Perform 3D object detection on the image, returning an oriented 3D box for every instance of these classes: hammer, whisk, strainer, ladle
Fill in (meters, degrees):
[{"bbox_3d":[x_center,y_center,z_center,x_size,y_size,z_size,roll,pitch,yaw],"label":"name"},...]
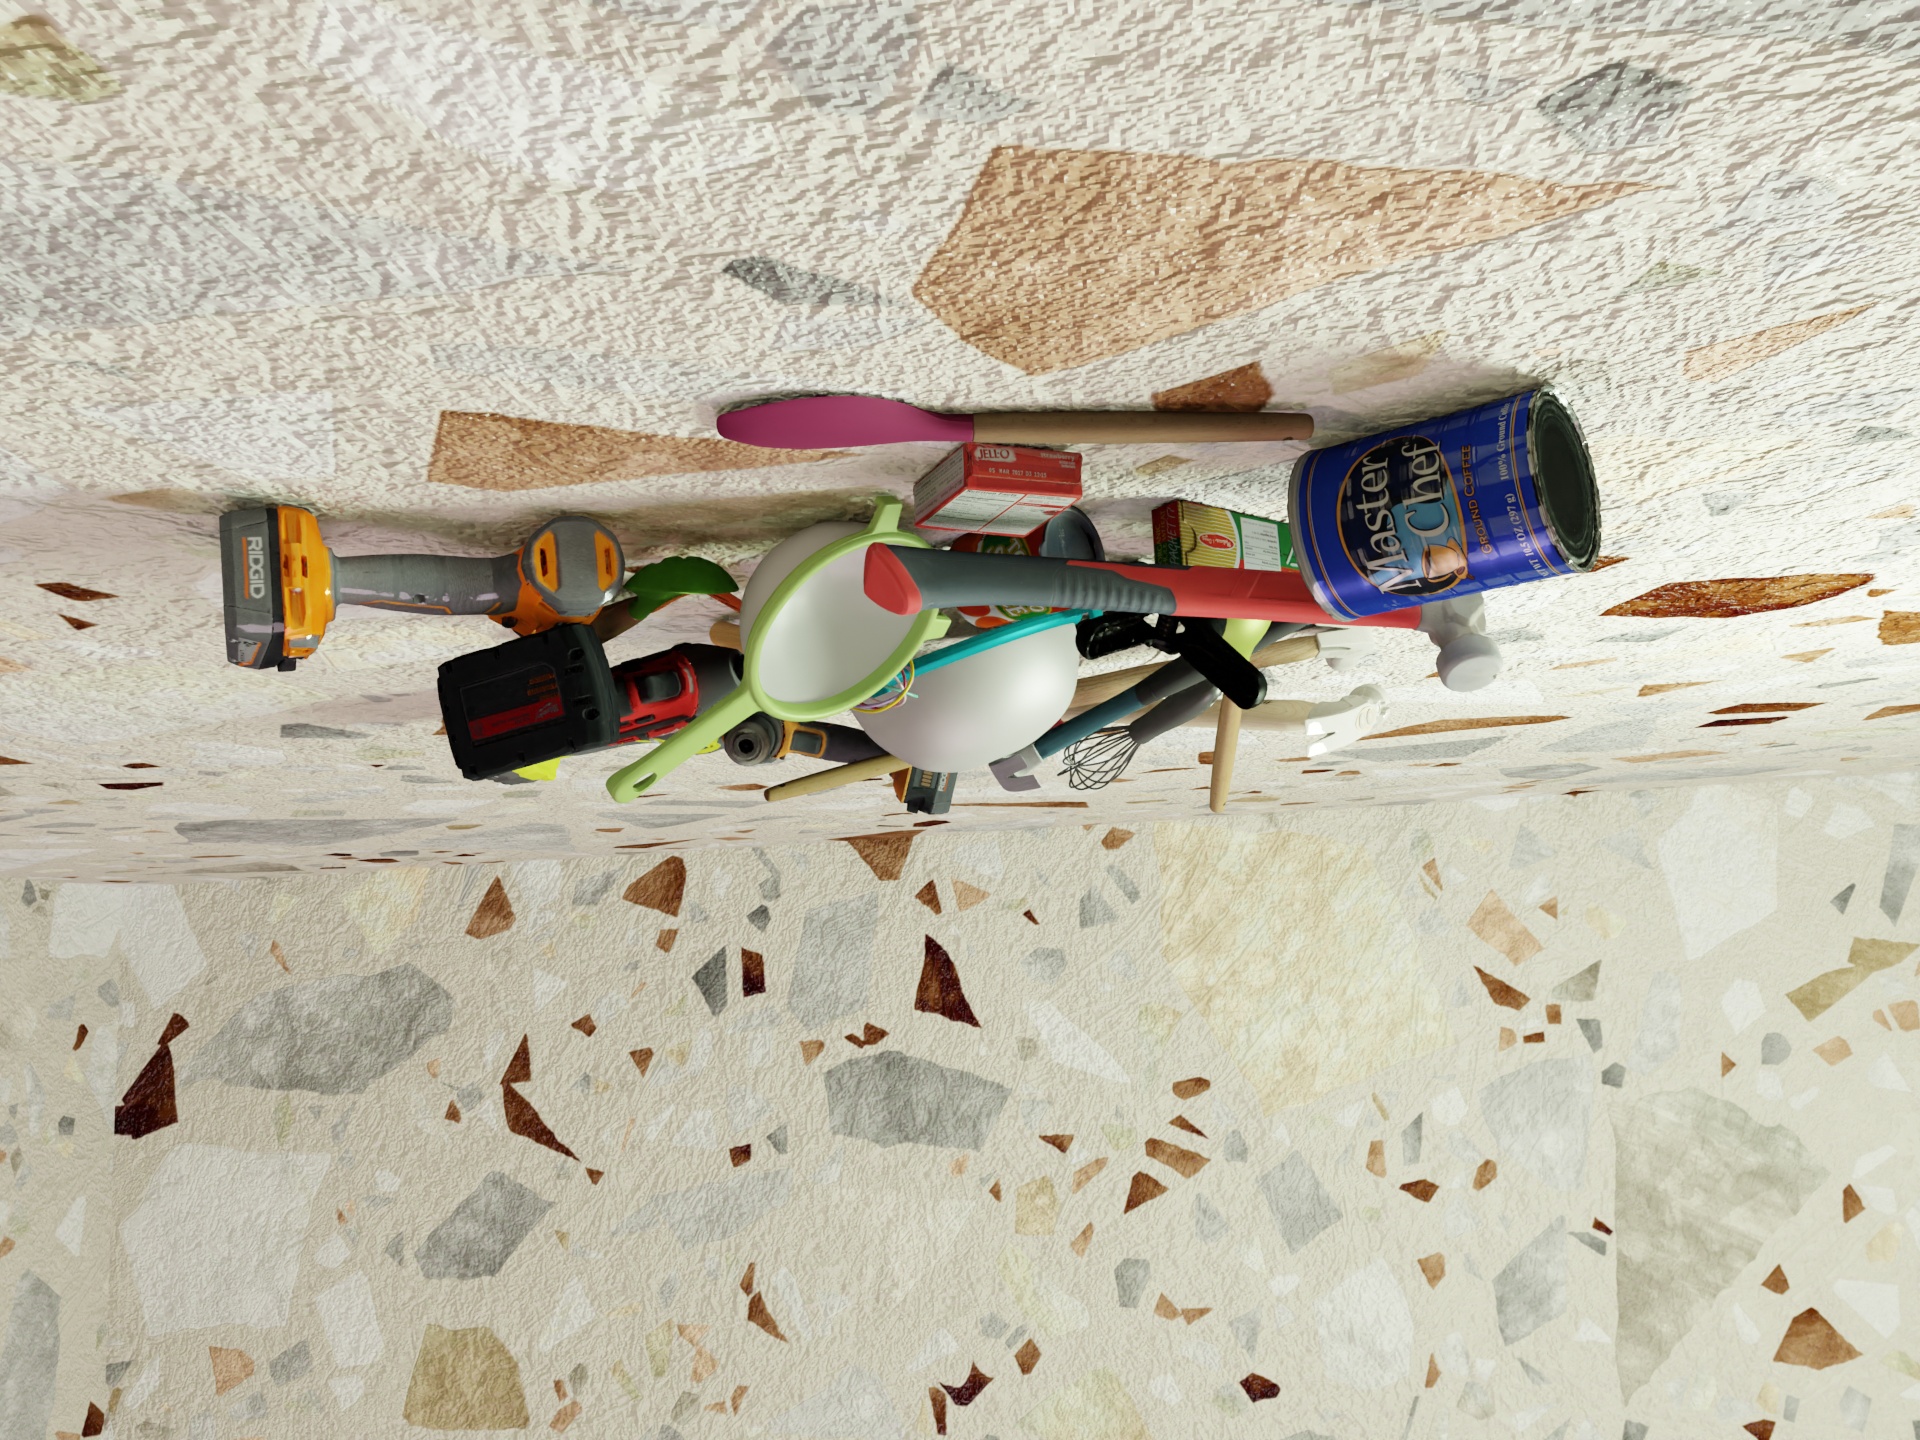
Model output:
[{"bbox_3d":[0.176,-0.007,1.477,0.411,0.038,0.146,3,-166,37],"label":"hammer"},{"bbox_3d":[0.155,0.010,1.396,0.055,0.055,0.239,2,159,-28],"label":"whisk"},{"bbox_3d":[-0.131,-0.045,1.023,0.256,0.069,0.151,-37,149,-7],"label":"strainer"},{"bbox_3d":[0.199,-0.018,1.227,0.062,0.078,0.319,29,154,21],"label":"ladle"},{"bbox_3d":[-0.002,-0.004,1.340,0.211,0.095,0.340,-20,177,-15],"label":"strainer"},{"bbox_3d":[-0.113,-0.047,1.188,0.051,0.047,0.245,2,-169,-42],"label":"whisk"},{"bbox_3d":[0.133,-0.090,0.967,0.386,0.143,0.038,3,140,-13],"label":"hammer"},{"bbox_3d":[-0.033,0.029,1.417,0.315,0.031,0.069,-15,-145,-31],"label":"ladle"},{"bbox_3d":[0.160,-0.028,1.299,0.331,0.033,0.128,-29,-171,26],"label":"hammer"},{"bbox_3d":[0.203,-0.045,1.414,0.331,0.031,0.130,-11,168,1],"label":"hammer"}]

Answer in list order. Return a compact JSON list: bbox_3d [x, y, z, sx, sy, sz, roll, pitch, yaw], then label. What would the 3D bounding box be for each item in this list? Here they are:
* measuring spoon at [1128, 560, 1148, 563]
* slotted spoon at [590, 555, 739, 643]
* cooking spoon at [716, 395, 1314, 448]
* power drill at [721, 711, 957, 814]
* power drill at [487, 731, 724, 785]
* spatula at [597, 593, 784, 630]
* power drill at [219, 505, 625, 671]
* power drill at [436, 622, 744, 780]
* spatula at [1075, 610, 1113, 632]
[{"bbox_3d":[0.097,-0.115,1.132,0.128,0.021,0.042,17,160,-40],"label":"measuring spoon"},{"bbox_3d":[-0.231,-0.072,1.091,0.070,0.031,0.314,-3,175,-30],"label":"slotted spoon"},{"bbox_3d":[0.032,-0.155,0.843,0.319,0.017,0.068,-2,171,-6],"label":"cooking spoon"},{"bbox_3d":[-0.114,0.026,1.489,0.226,0.084,0.185,13,-173,-3],"label":"power drill"},{"bbox_3d":[-0.346,0.005,1.516,0.223,0.080,0.171,-8,171,5],"label":"power drill"},{"bbox_3d":[-0.245,-0.074,1.167,0.081,0.041,0.322,34,151,-34],"label":"spatula"},{"bbox_3d":[-0.339,-0.079,1.000,0.226,0.084,0.164,-3,172,-24],"label":"power drill"},{"bbox_3d":[-0.234,-0.018,1.076,0.143,0.078,0.219,-14,179,19],"label":"power drill"},{"bbox_3d":[0.084,-0.056,1.378,0.082,0.044,0.317,-3,171,-31],"label":"spatula"}]
